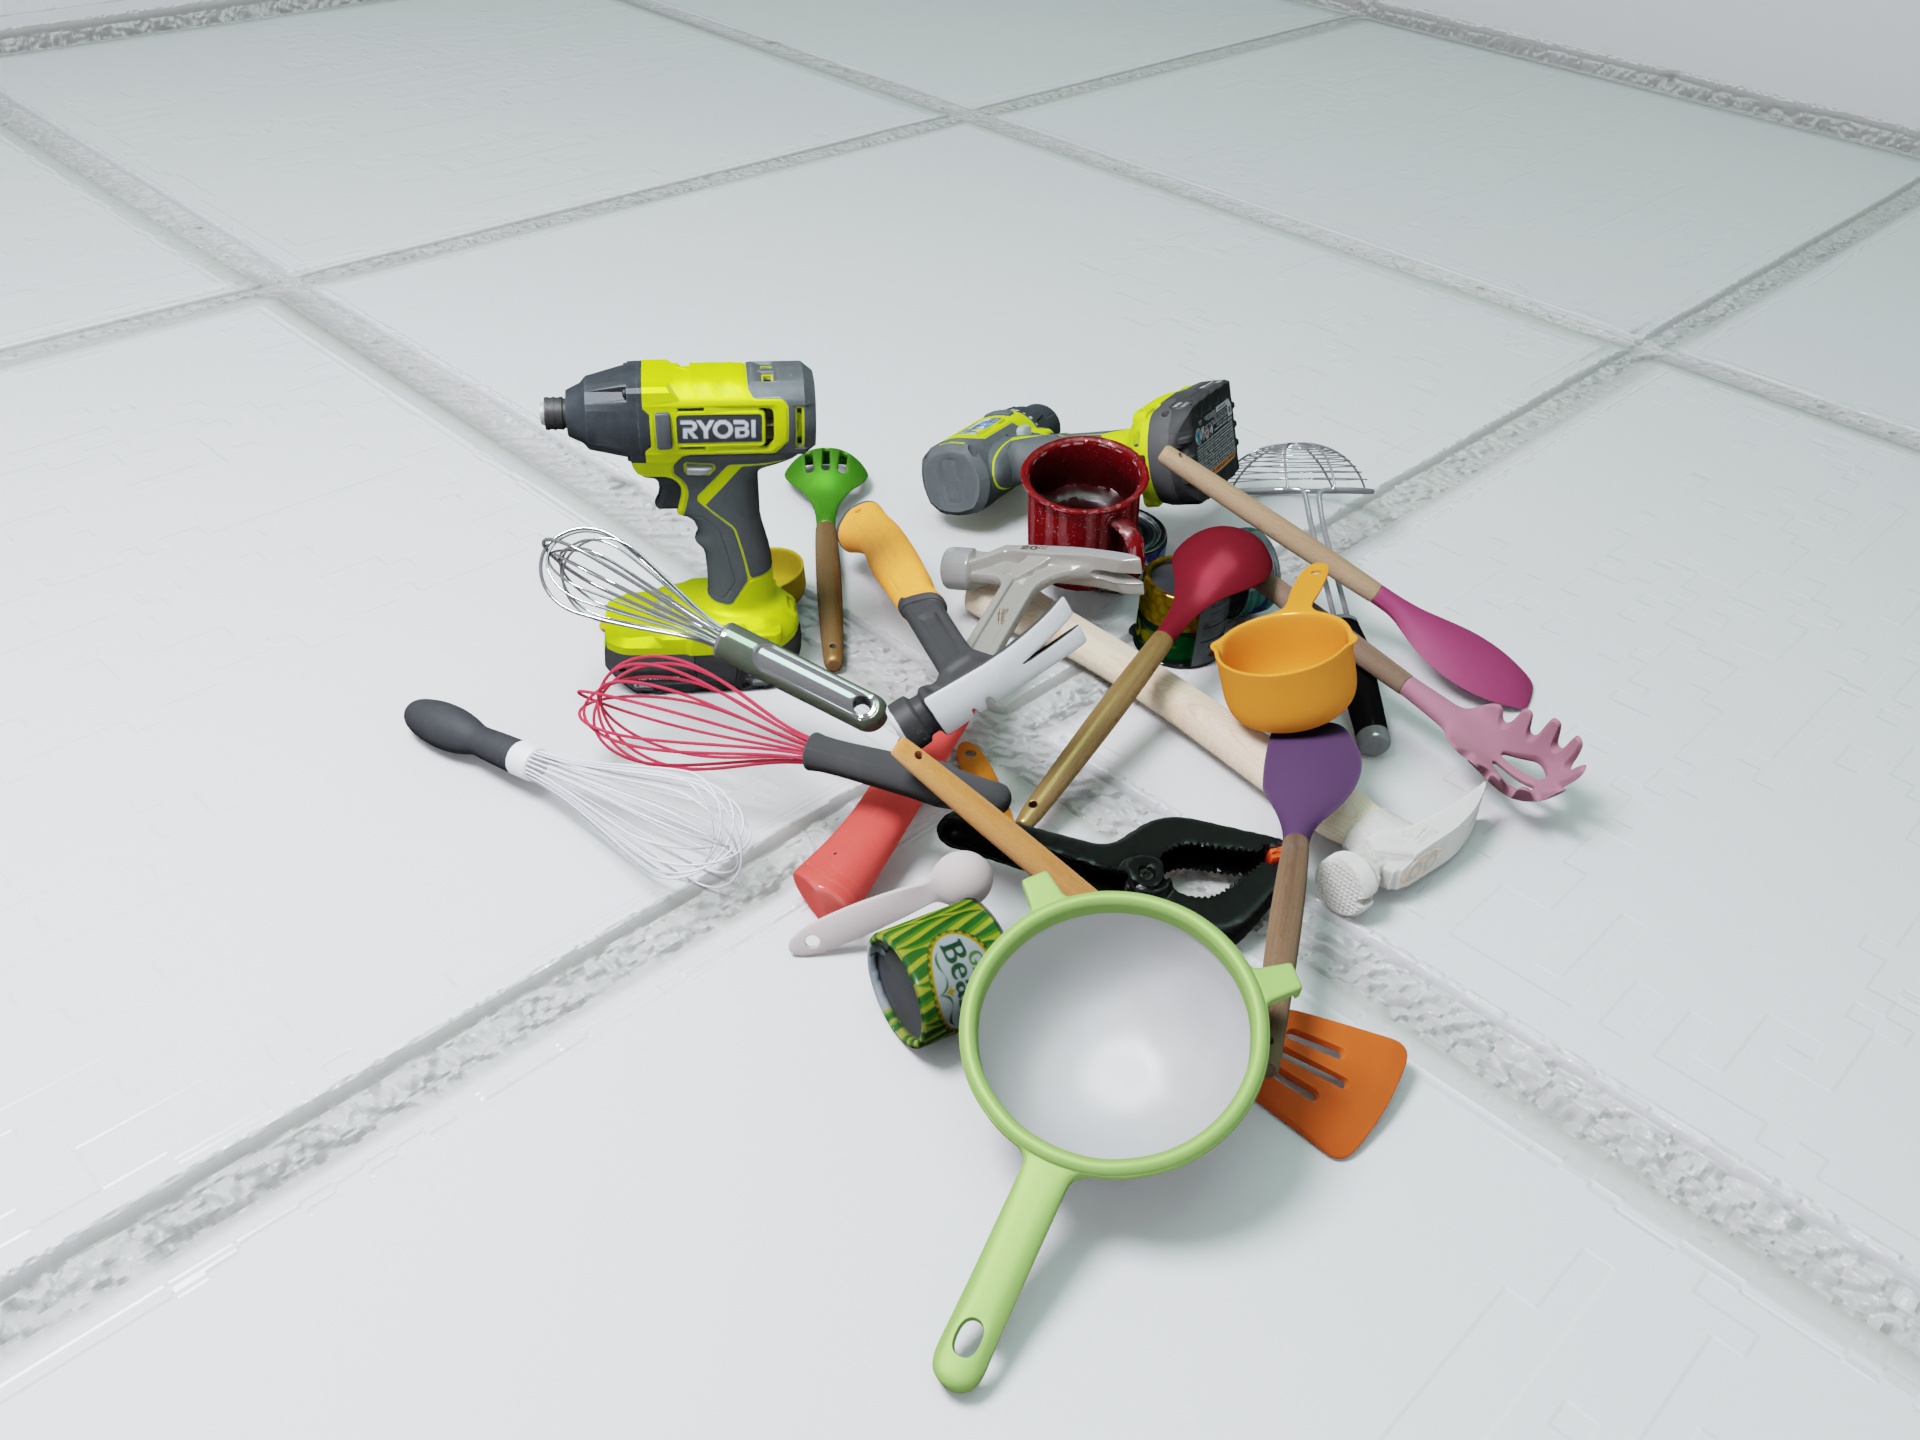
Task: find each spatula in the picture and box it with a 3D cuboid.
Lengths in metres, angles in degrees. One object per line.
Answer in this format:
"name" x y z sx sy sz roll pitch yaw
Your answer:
"spatula" 0.091 0.110 0.861 0.322 0.041 0.081 39 57 8
"spatula" 0.192 0.086 0.906 0.060 0.018 0.316 4 34 15

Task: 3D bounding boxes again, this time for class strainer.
"strainer" 0.054 0.206 0.770 0.151 0.069 0.256 19 60 20

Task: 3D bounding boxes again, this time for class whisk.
"whisk" -0.156 -0.055 0.999 0.246 0.059 0.058 27 73 4
"whisk" -0.105 0.014 0.956 0.296 0.073 0.073 13 38 22
"whisk" -0.243 0.034 0.977 0.285 0.070 0.070 20 39 28

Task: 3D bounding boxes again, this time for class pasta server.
"pasta server" 0.283 -0.044 1.082 0.060 0.040 0.316 -38 58 -15

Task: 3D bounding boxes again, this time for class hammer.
"hammer" 0.157 -0.014 1.091 0.146 0.038 0.411 -24 45 -34
"hammer" -0.025 -0.090 1.080 0.127 0.034 0.337 -33 29 0
"hammer" -0.002 -0.003 1.025 0.149 0.036 0.359 6 42 23

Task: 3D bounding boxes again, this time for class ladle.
"ladle" 0.122 -0.038 1.059 0.069 0.031 0.315 23 54 25

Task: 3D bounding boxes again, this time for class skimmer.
"skimmer" 0.276 -0.095 1.215 0.127 0.090 0.364 0 47 -1

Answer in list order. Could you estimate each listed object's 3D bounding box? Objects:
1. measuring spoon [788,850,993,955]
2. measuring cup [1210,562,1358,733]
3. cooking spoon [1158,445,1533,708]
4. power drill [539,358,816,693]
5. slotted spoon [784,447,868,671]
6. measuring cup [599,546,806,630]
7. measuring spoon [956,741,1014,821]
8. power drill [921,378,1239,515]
"measuring spoon" -0.040 0.108 0.889 0.124 0.034 0.018 -23 20 6
"measuring cup" 0.227 -0.050 1.063 0.095 0.052 0.174 -2 28 25
"cooking spoon" 0.278 -0.106 1.146 0.319 0.017 0.069 34 44 2
"power drill" -0.183 -0.131 1.060 0.171 0.223 0.080 -3 37 -9
"slotted spoon" -0.102 -0.136 1.240 0.070 0.031 0.314 -1 39 -5
"measuring cup" -0.188 -0.086 1.174 0.156 0.029 0.062 -20 41 -11
"measuring spoon" 0.020 0.047 1.017 0.021 0.011 0.117 -8 39 -15
"power drill" 0.105 -0.225 1.298 0.228 0.080 0.190 1 24 28
